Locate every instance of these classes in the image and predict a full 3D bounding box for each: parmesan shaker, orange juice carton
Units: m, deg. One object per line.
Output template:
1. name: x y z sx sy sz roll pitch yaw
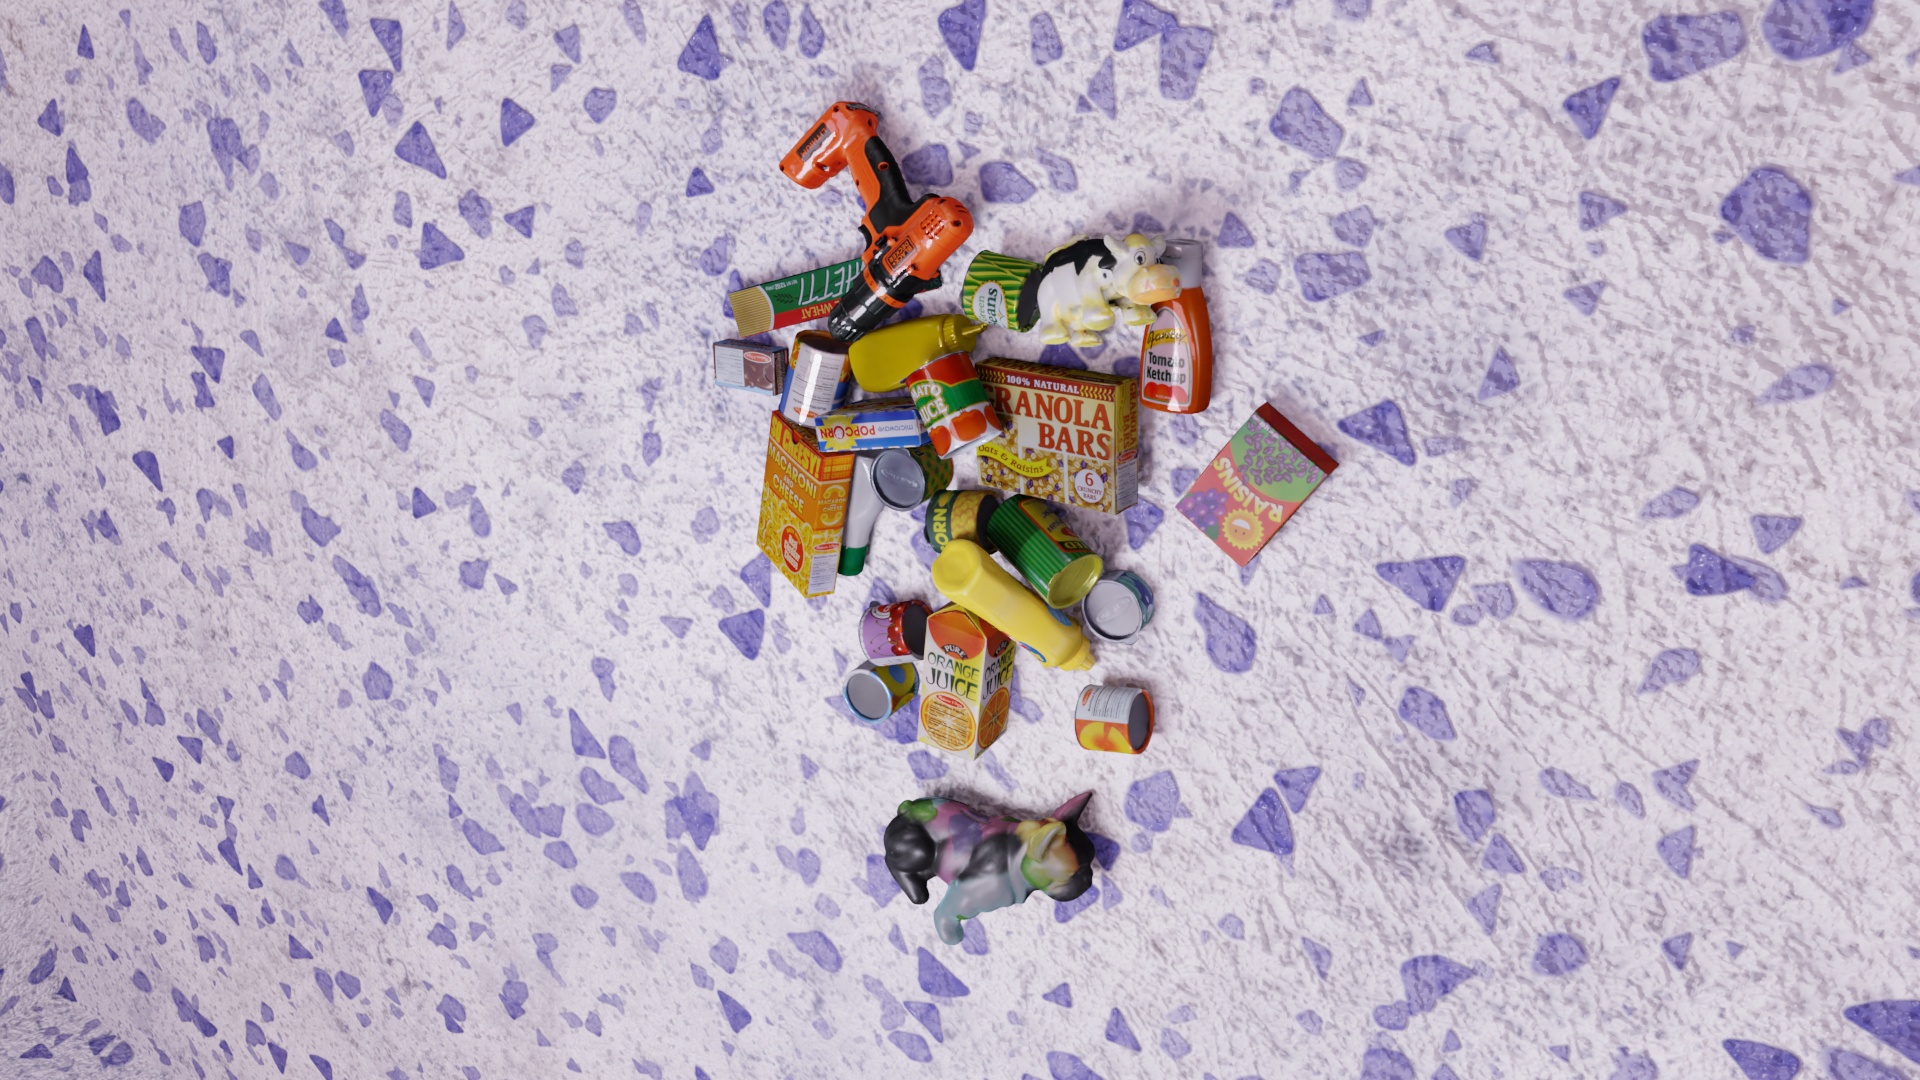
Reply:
1. parmesan shaker: 0.078 0.008 1.336 0.103 0.071 0.071 47 129 33
2. orange juice carton: 0.009 0.124 1.444 0.073 0.072 0.191 18 117 26

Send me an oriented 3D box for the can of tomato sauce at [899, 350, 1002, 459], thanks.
1. can of tomato sauce: -0.008 -0.126 1.307 0.071 0.071 0.083 -28 85 37

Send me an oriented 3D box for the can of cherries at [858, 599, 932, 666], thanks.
1. can of cherries: -0.067 0.096 1.484 0.058 0.072 0.071 -11 102 35

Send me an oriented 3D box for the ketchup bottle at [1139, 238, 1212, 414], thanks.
1. ketchup bottle: 0.192 -0.188 1.223 0.065 0.044 0.148 15 116 36

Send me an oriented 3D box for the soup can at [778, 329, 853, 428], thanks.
1. soup can: -0.146 -0.168 1.431 0.071 0.071 0.083 28 118 20

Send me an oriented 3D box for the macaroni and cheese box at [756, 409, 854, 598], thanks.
1. macaroni and cheese box: -0.168 -0.041 1.480 0.124 0.040 0.165 41 130 45

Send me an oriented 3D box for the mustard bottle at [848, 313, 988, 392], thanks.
1. mustard bottle: -0.035 -0.189 1.362 0.160 0.049 0.065 -12 101 34

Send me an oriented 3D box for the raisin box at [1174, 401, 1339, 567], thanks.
1. raisin box: 0.262 -0.049 1.237 0.086 0.040 0.122 43 124 10

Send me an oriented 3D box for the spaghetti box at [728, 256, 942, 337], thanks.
1. spaghetti box: -0.132 -0.254 1.410 0.250 0.029 0.050 -7 104 34

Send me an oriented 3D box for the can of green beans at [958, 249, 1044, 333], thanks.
1. can of green beans: 0.042 -0.230 1.287 0.058 0.071 0.071 19 118 24

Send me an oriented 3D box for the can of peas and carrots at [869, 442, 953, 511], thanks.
1. can of peas and carrots: -0.049 -0.071 1.411 0.071 0.059 0.070 12 114 28

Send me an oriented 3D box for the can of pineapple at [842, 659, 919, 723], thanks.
1. can of pineapple: -0.087 0.162 1.527 0.071 0.058 0.070 12 115 28

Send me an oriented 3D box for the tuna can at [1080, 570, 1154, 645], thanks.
1. tuna can: 0.155 0.066 1.353 0.071 0.033 0.070 12 115 28

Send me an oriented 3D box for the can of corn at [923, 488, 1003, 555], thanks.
1. can of corn: 0.005 -0.017 1.391 0.058 0.071 0.071 1 109 31

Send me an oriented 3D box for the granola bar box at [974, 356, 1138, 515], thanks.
1. granola bar box: 0.088 -0.101 1.309 0.165 0.039 0.123 14 116 38

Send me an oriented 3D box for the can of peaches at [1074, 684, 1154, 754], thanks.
1. can of peaches: 0.154 0.179 1.379 0.058 0.071 0.071 0 109 32

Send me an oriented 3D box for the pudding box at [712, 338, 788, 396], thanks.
1. pudding box: -0.226 -0.187 1.495 0.084 0.030 0.049 13 114 28

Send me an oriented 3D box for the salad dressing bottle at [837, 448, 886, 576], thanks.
1. salad dressing bottle: -0.110 -0.032 1.475 0.064 0.044 0.146 31 124 29

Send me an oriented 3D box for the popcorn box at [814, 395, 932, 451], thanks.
1. popcorn box: -0.071 -0.118 1.390 0.126 0.085 0.038 -1 107 33
